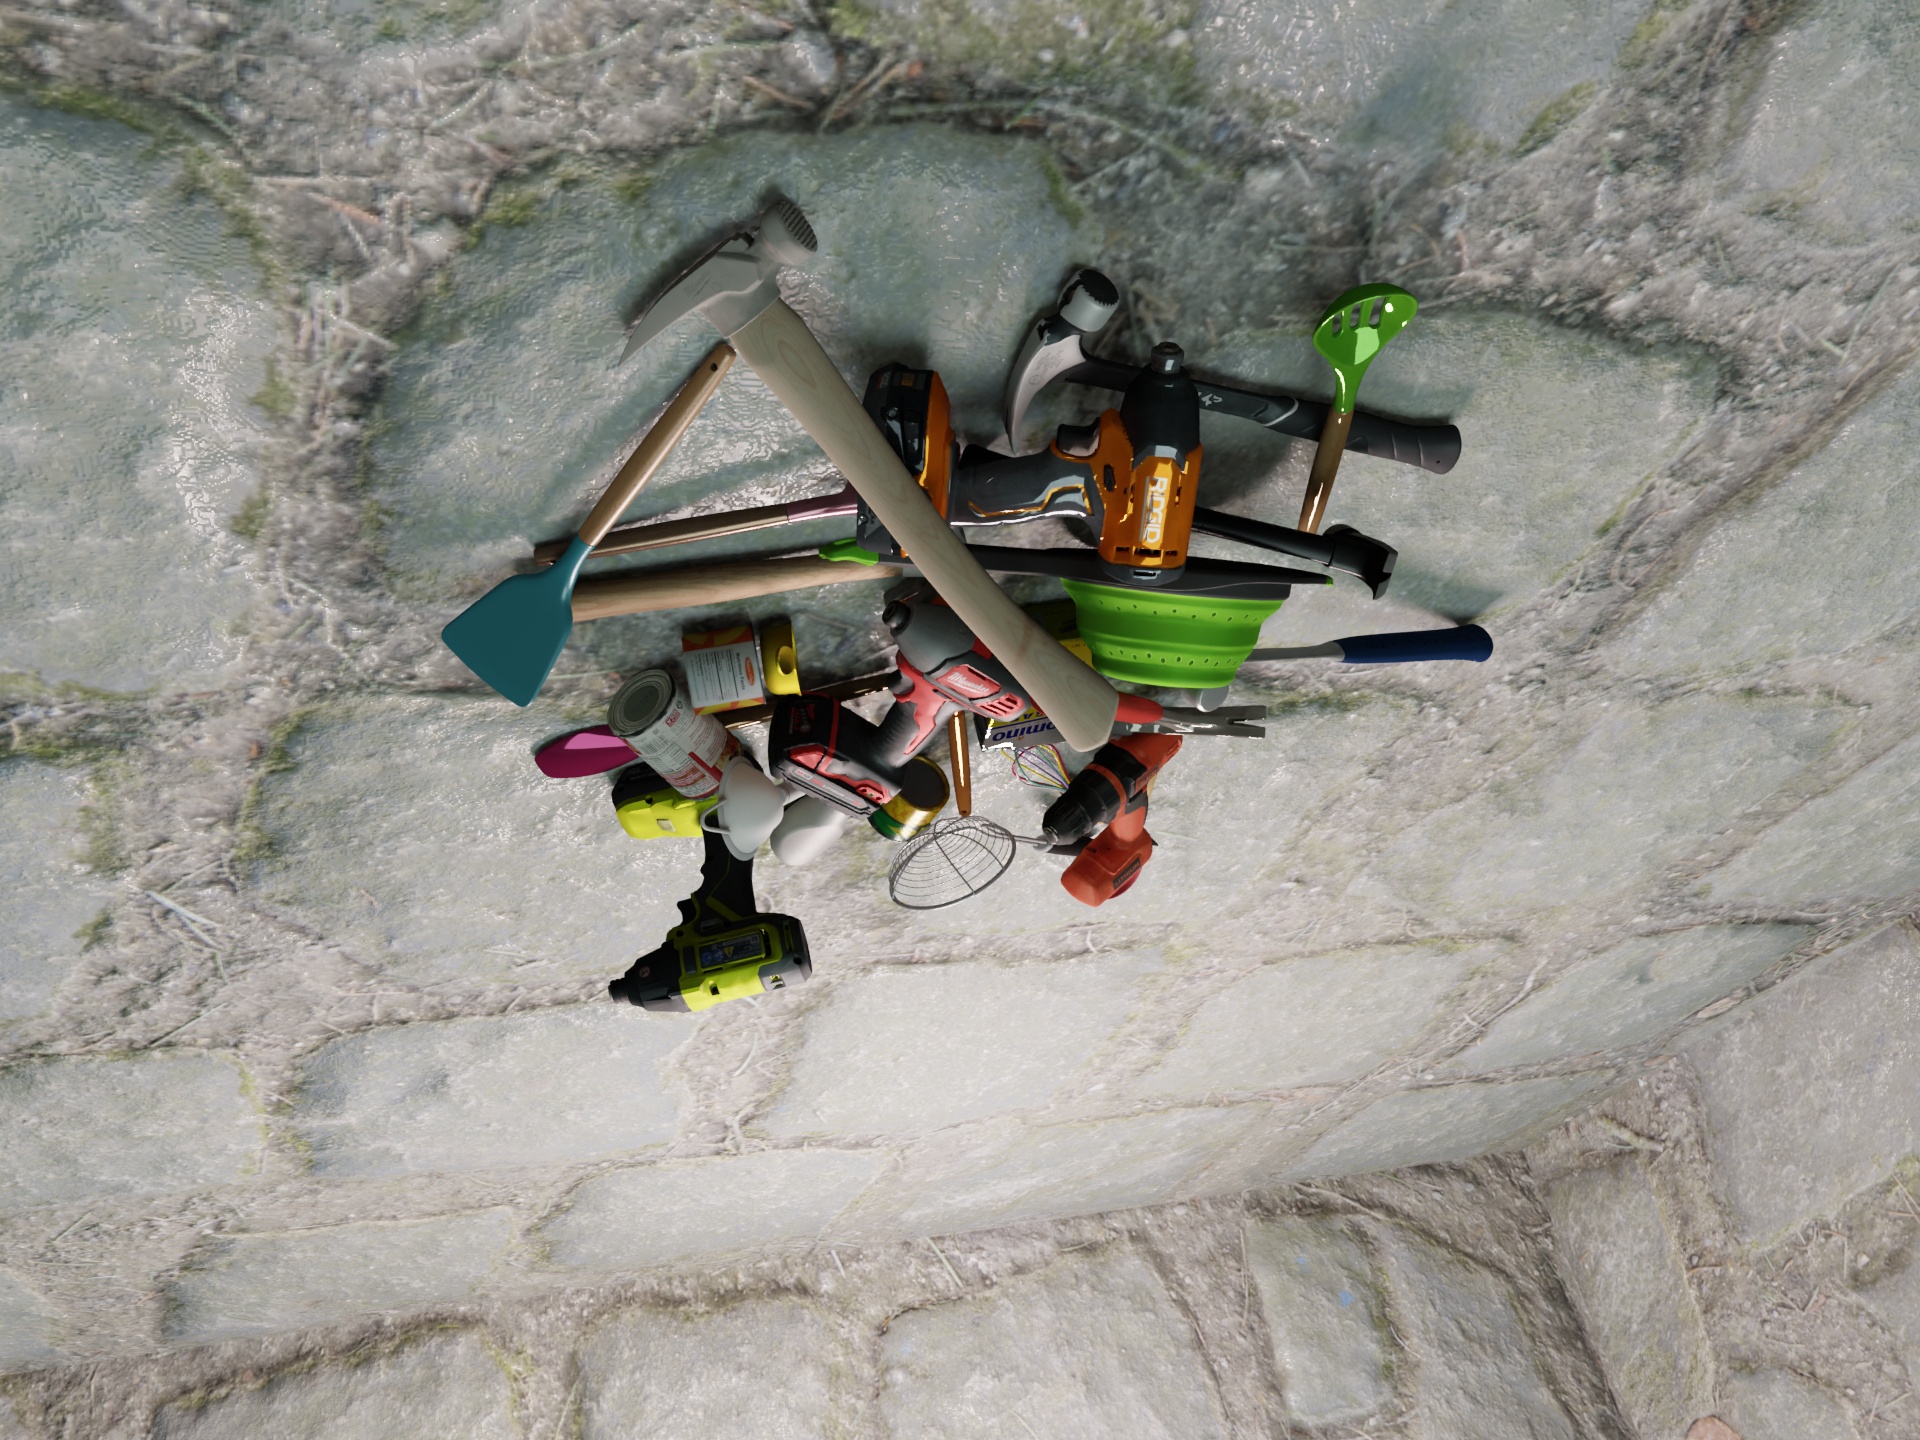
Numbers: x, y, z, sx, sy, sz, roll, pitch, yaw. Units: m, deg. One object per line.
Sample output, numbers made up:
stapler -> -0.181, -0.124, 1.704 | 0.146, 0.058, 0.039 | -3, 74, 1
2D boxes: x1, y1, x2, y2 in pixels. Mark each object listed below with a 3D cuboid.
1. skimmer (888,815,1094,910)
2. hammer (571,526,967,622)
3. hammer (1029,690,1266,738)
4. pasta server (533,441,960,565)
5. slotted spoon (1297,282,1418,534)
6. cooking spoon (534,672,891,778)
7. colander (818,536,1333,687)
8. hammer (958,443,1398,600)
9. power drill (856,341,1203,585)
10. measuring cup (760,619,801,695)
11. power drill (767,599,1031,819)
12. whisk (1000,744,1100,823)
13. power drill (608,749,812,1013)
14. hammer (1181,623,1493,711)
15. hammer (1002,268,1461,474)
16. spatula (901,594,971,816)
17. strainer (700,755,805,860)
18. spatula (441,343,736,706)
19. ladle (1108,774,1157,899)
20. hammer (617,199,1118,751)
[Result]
skimmer -> 0.056, 0.149, 1.595 | 0.127, 0.090, 0.363 | -9, 168, 29
hammer -> -0.158, -0.107, 1.213 | 0.331, 0.031, 0.130 | -9, 148, -9
hammer -> 0.150, -0.010, 1.338 | 0.149, 0.037, 0.359 | 1, 177, 22
pasta server -> -0.152, -0.151, 1.151 | 0.316, 0.040, 0.060 | -10, 149, 0
slotted spoon -> 0.272, -0.213, 1.158 | 0.070, 0.031, 0.313 | -12, 153, -3
cooking spoon -> -0.212, 0.004, 1.382 | 0.319, 0.017, 0.068 | -14, 148, 1
colander -> 0.084, -0.080, 1.193 | 0.397, 0.094, 0.205 | 2, -170, -22
hammer -> 0.160, -0.150, 1.164 | 0.334, 0.146, 0.035 | 12, 106, -9
power drill -> 0.048, -0.179, 1.062 | 0.226, 0.084, 0.164 | 5, 124, 1
measuring cup -> -0.145, -0.046, 1.238 | 0.029, 0.062, 0.156 | -7, -177, 0
power drill -> -0.055, -0.015, 1.300 | 0.143, 0.079, 0.219 | 31, 132, -30
whisk -> 0.104, 0.062, 1.591 | 0.047, 0.051, 0.244 | -30, 149, 14
power drill -> -0.233, 0.143, 1.400 | 0.171, 0.223, 0.080 | -13, 149, -2
hammer -> 0.323, -0.065, 1.426 | 0.405, 0.144, 0.035 | -4, 120, -33
hammer -> 0.216, -0.226, 1.172 | 0.408, 0.036, 0.149 | 5, 145, -30
spatula -> -0.002, -0.005, 1.412 | 0.081, 0.041, 0.322 | 0, 147, 3
strainer -> -0.159, 0.066, 1.382 | 0.050, 0.087, 0.258 | -5, -175, 11
spatula -> -0.247, -0.138, 1.092 | 0.082, 0.044, 0.317 | 42, 121, -5
ladle -> 0.186, 0.103, 1.705 | 0.069, 0.031, 0.315 | -20, 150, -19
hammer -> -0.039, -0.127, 1.030 | 0.146, 0.038, 0.410 | -30, 115, 25
